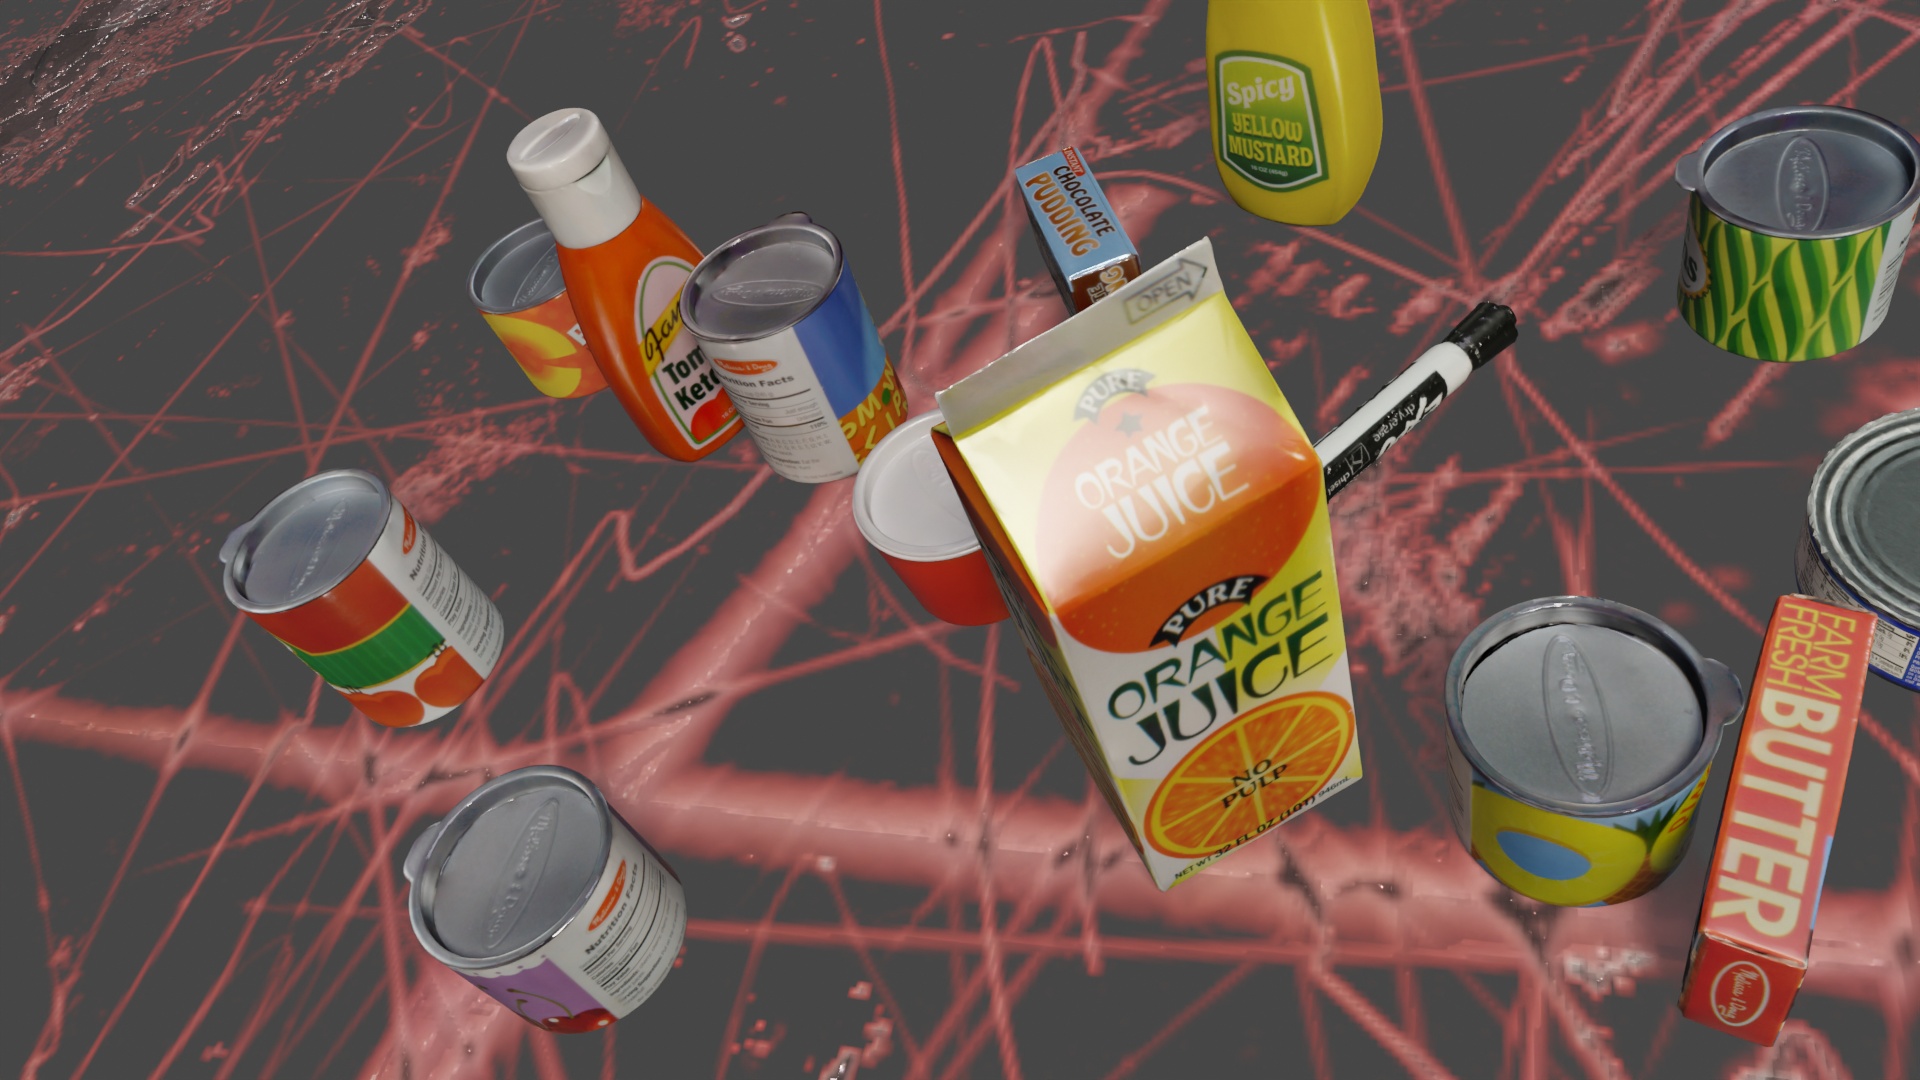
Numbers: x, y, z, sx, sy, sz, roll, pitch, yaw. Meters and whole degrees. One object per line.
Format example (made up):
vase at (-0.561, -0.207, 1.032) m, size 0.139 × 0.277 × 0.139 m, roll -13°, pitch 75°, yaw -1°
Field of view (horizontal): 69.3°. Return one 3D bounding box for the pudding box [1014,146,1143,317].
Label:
pudding box at (0.051, -0.118, 0.569) m, size 0.030 × 0.049 × 0.084 m, roll -21°, pitch 48°, yaw 3°

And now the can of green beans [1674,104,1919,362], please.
can of green beans at (0.280, -0.103, 0.468) m, size 0.071 × 0.057 × 0.071 m, roll -10°, pitch 50°, yaw 12°

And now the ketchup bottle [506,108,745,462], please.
ketchup bottle at (-0.128, -0.100, 0.554) m, size 0.043 × 0.148 × 0.065 m, roll 25°, pitch 64°, yaw 34°

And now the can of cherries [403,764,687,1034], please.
can of cherries at (-0.130, 0.113, 0.439) m, size 0.071 × 0.058 × 0.072 m, roll -10°, pitch 50°, yaw 12°

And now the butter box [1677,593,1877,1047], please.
butter box at (0.209, 0.069, 0.355) m, size 0.024 × 0.053 × 0.104 m, roll 14°, pitch 58°, yaw 29°

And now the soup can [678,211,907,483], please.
soup can at (-0.063, -0.075, 0.553) m, size 0.071 × 0.083 × 0.072 m, roll -10°, pitch 50°, yaw 12°

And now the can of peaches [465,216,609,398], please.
can of peaches at (-0.181, -0.108, 0.640) m, size 0.071 × 0.057 × 0.071 m, roll -10°, pitch 50°, yaw 12°

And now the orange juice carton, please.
orange juice carton at (0.051, 0.009, 0.369) m, size 0.072 × 0.191 × 0.073 m, roll -29°, pitch 48°, yaw -4°

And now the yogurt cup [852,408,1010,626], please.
yogurt cup at (0.002, -0.006, 0.492) m, size 0.072 × 0.053 × 0.073 m, roll -10°, pitch 50°, yaw 12°

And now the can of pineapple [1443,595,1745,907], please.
can of pineapple at (0.168, 0.058, 0.376) m, size 0.071 × 0.057 × 0.071 m, roll -10°, pitch 50°, yaw 12°

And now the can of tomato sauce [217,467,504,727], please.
can of tomato sauce at (-0.227, 0.024, 0.532) m, size 0.071 × 0.082 × 0.071 m, roll -10°, pitch 50°, yaw 12°

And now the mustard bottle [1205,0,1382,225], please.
mustard bottle at (0.124, -0.195, 0.532) m, size 0.065 × 0.159 × 0.049 m, roll 19°, pitch 61°, yaw 32°
